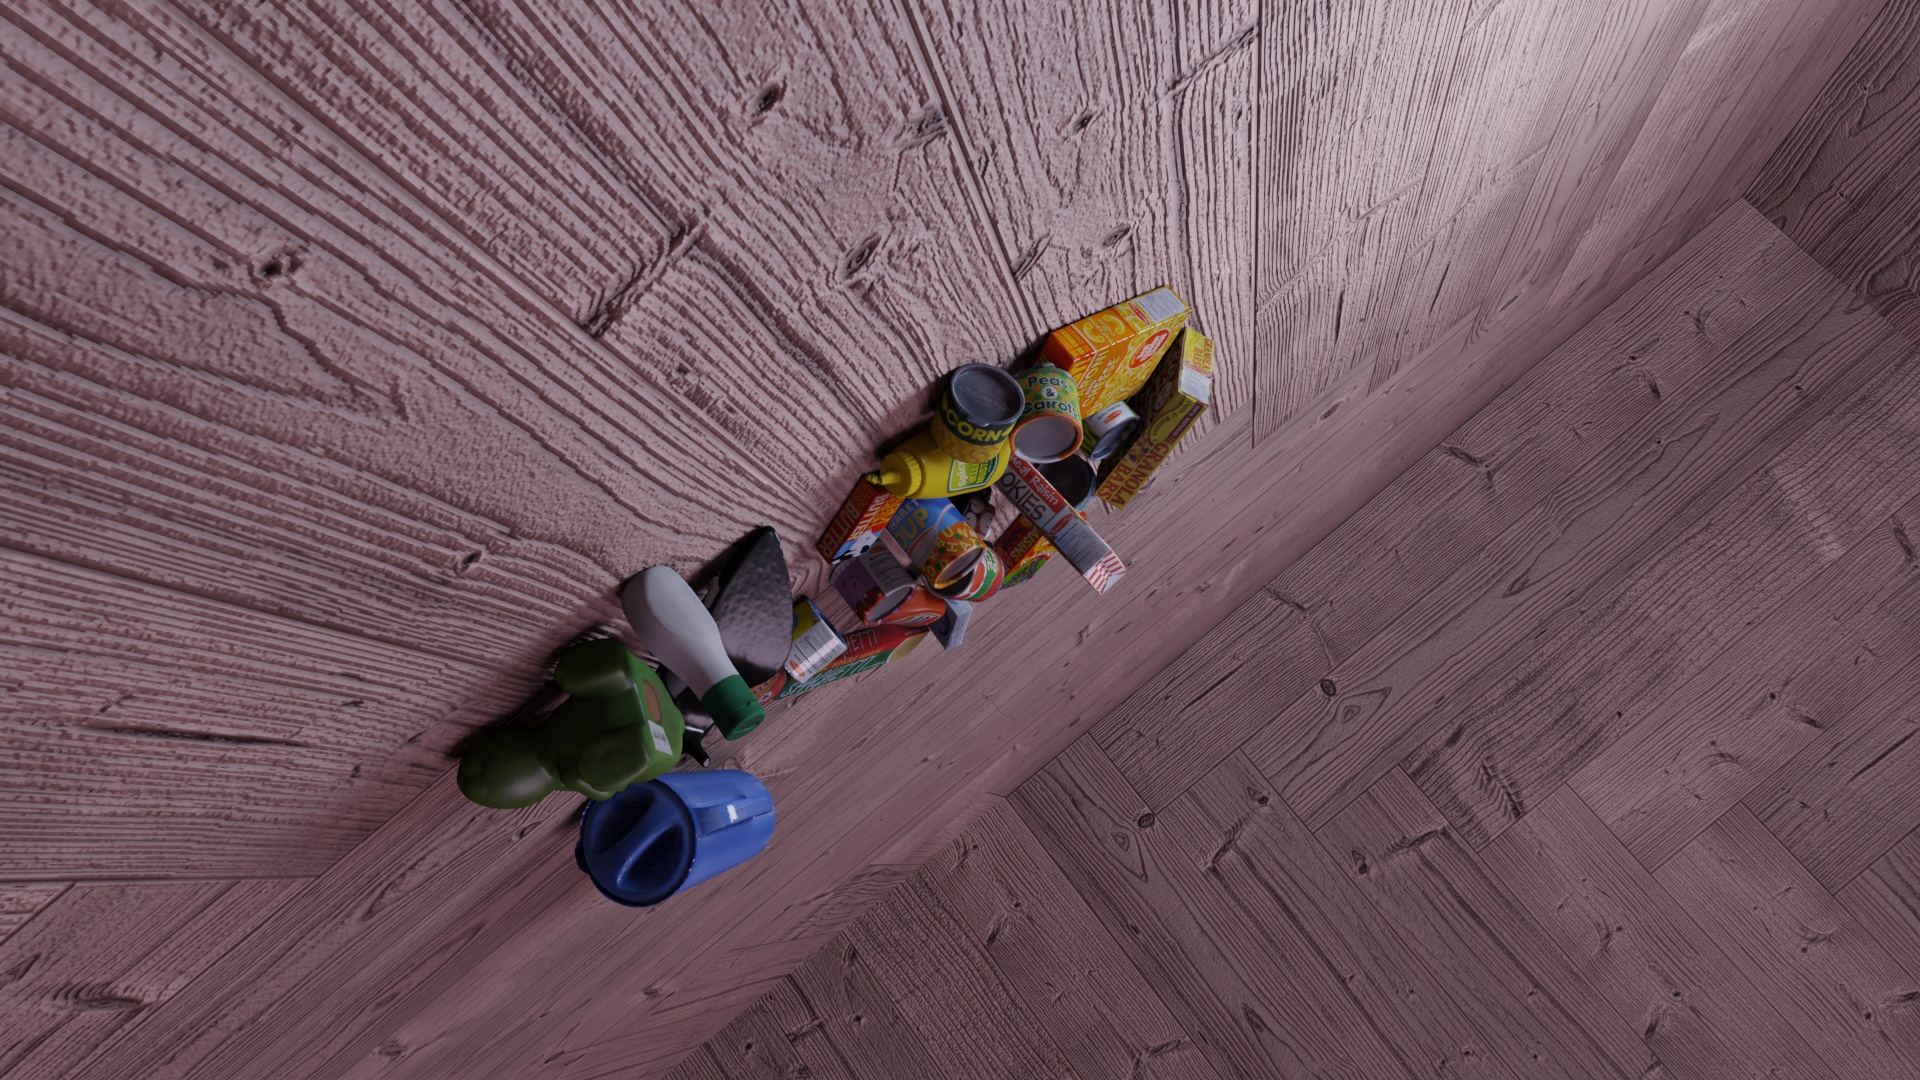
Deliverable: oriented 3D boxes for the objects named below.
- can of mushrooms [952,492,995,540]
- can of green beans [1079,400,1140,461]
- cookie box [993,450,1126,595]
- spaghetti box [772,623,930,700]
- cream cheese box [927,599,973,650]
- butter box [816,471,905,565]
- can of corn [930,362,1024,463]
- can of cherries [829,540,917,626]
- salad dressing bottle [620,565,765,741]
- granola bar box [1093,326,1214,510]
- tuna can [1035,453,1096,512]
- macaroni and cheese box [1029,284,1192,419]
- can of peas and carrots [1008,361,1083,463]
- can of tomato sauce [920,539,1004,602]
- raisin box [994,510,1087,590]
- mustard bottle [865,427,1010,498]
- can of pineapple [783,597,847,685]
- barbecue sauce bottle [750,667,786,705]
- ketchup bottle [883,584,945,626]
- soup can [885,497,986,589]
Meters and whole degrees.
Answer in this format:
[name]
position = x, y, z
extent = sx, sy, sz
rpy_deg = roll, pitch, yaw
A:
[can of mushrooms]
position = 0.005, -0.017, 1.395
extent = 0.071, 0.033, 0.071
rpy_deg = -51, -164, 20
[can of green beans]
position = 0.139, -0.123, 1.412
extent = 0.071, 0.058, 0.071
rpy_deg = -35, 162, -13
[cookie box]
position = 0.086, -0.026, 1.365
extent = 0.040, 0.168, 0.123
rpy_deg = -43, 162, 2
[spaghetti box]
position = -0.125, 0.128, 1.554
extent = 0.050, 0.029, 0.251
rpy_deg = -50, 160, 29
[cream cheese box]
position = -0.015, 0.085, 1.630
extent = 0.024, 0.053, 0.103
rpy_deg = -30, 160, -22
[butter box]
position = -0.086, -0.023, 1.261
extent = 0.053, 0.024, 0.103
rpy_deg = -21, 155, -47
[can of corn]
position = 0.013, -0.105, 1.180
extent = 0.071, 0.071, 0.058
rpy_deg = -27, 160, -34
[can of cherries]
position = -0.086, 0.044, 1.370
extent = 0.071, 0.058, 0.071
rpy_deg = -35, 162, -13
[salad dressing bottle]
position = -0.207, 0.088, 1.080
extent = 0.044, 0.148, 0.064
rpy_deg = -47, 161, 24
[granola bar box]
position = 0.203, -0.129, 1.464
extent = 0.164, 0.039, 0.125
rpy_deg = -54, -167, 40
[tuna can]
position = 0.113, -0.059, 1.501
extent = 0.071, 0.071, 0.033
rpy_deg = -43, 163, 11
[macaroni and cheese box]
position = 0.128, -0.166, 1.313
extent = 0.167, 0.040, 0.123
rpy_deg = -27, 158, -36
[can of peas and carrots]
position = 0.073, -0.111, 1.220
extent = 0.071, 0.059, 0.070
rpy_deg = -3, 144, -2
[can of tomato sauce]
position = 0.003, 0.031, 1.511
extent = 0.071, 0.071, 0.083
rpy_deg = -43, 162, 14
[raisin box]
position = 0.083, 0.003, 1.650
extent = 0.086, 0.040, 0.123
rpy_deg = -14, 151, -53
[mustard bottle]
position = -0.022, -0.067, 1.223
extent = 0.161, 0.049, 0.065
rpy_deg = -21, 129, -44
[can of pineapple]
position = -0.153, 0.097, 1.361
extent = 0.058, 0.071, 0.071
rpy_deg = -38, 163, -2
[barbecue sauce bottle]
position = -0.209, 0.122, 1.341
extent = 0.065, 0.044, 0.148
rpy_deg = -35, 162, -11
[ketchup bottle]
position = -0.070, 0.066, 1.476
extent = 0.064, 0.043, 0.149
rpy_deg = -15, 169, 18
[soup can]
position = -0.027, -0.004, 1.328
extent = 0.071, 0.084, 0.071
rpy_deg = -35, 162, -13
